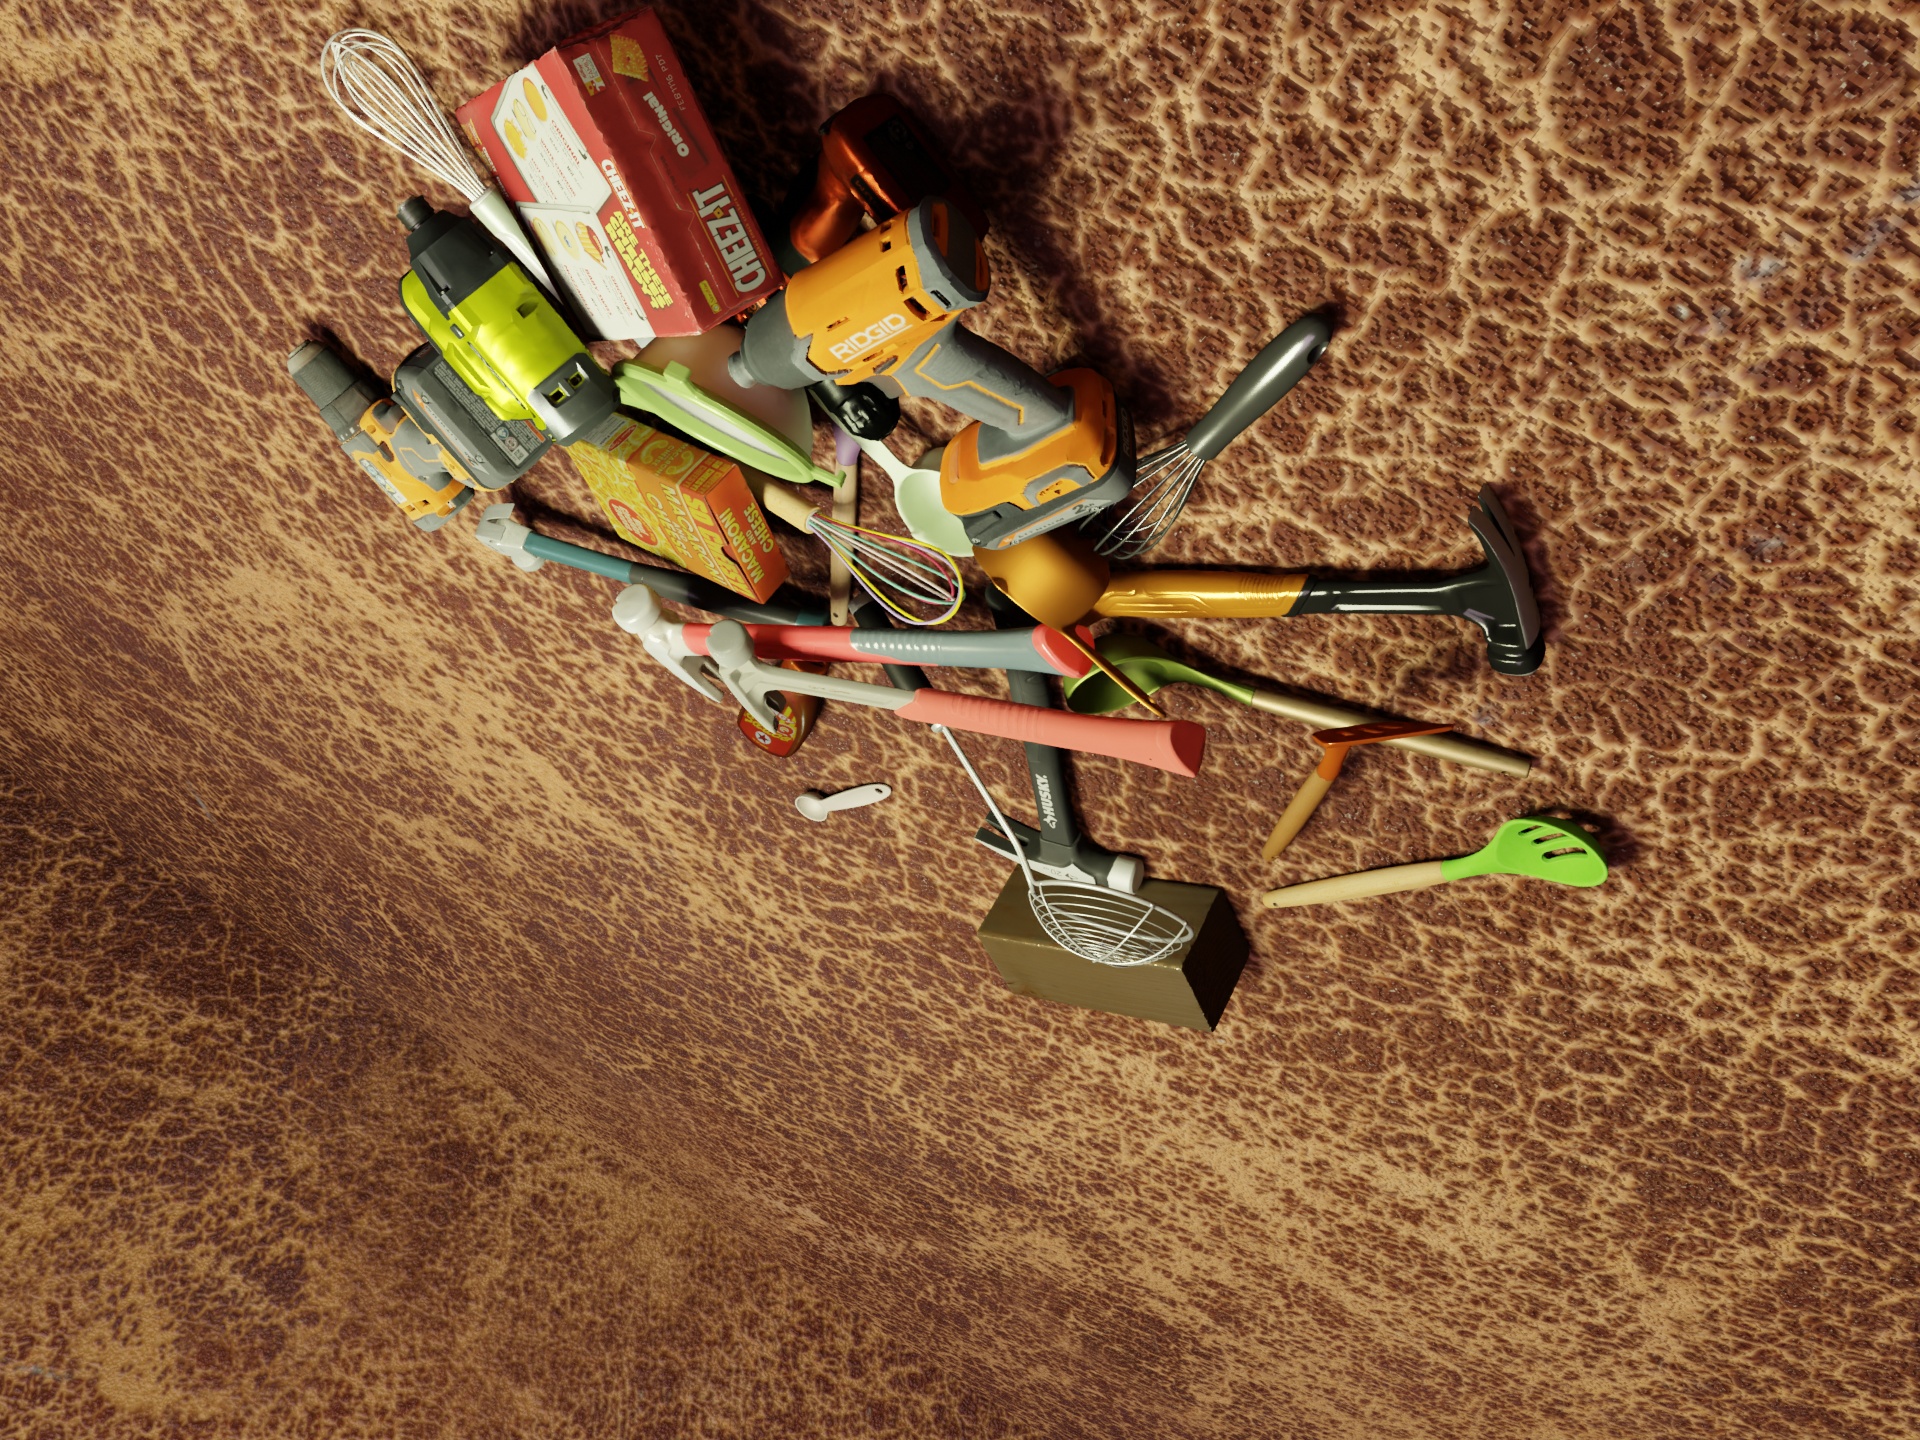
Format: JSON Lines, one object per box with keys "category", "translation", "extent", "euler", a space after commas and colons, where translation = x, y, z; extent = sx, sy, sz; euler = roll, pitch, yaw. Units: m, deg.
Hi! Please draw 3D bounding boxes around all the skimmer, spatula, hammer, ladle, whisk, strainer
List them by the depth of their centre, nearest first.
{"category": "whisk", "translation": [0.142, -0.166, 0.950], "extent": [0.055, 0.055, 0.239], "euler": [37, 142, -7]}
{"category": "hammer", "translation": [0.194, -0.085, 1.022], "extent": [0.337, 0.034, 0.127], "euler": [3, 138, 38]}
{"category": "whisk", "translation": [-0.333, -0.364, 1.086], "extent": [0.246, 0.059, 0.058], "euler": [47, 157, -29]}
{"category": "ladle", "translation": [0.224, 0.001, 1.092], "extent": [0.320, 0.062, 0.078], "euler": [16, 163, 19]}
{"category": "spatula", "translation": [0.249, 0.052, 1.098], "extent": [0.081, 0.041, 0.322], "euler": [-8, 158, -5]}
{"category": "strainer", "translation": [-0.182, -0.238, 1.107], "extent": [0.151, 0.069, 0.257], "euler": [29, 178, -40]}
{"category": "whisk", "translation": [-0.088, -0.139, 1.146], "extent": [0.245, 0.051, 0.047], "euler": [33, 136, 29]}
{"category": "hammer", "translation": [-0.002, -0.004, 1.153], "extent": [0.359, 0.037, 0.149], "euler": [10, 159, 17]}
{"category": "spatula", "translation": [-0.081, -0.171, 1.154], "extent": [0.060, 0.018, 0.315], "euler": [27, 146, 12]}
{"category": "hammer", "translation": [-0.074, -0.049, 1.194], "extent": [0.386, 0.038, 0.143], "euler": [4, 155, 30]}
{"category": "skimmer", "translation": [0.042, 0.040, 1.231], "extent": [0.363, 0.090, 0.127], "euler": [57, 164, 9]}
{"category": "hammer", "translation": [0.060, 0.017, 1.267], "extent": [0.146, 0.035, 0.334], "euler": [14, 143, 25]}
{"category": "hammer", "translation": [-0.258, -0.119, 1.331], "extent": [0.331, 0.033, 0.128], "euler": [17, 172, 15]}

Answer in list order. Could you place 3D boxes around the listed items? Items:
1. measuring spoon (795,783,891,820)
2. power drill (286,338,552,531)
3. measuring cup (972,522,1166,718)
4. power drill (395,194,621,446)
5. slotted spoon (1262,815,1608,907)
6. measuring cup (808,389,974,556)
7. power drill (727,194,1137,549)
{"category": "measuring spoon", "translation": [-0.108, 0.071, 1.501], "extent": [0.124, 0.018, 0.034], "euler": [-15, 125, 41]}
{"category": "power drill", "translation": [-0.449, -0.253, 1.302], "extent": [0.226, 0.084, 0.185], "euler": [-7, 129, 51]}
{"category": "measuring cup", "translation": [0.086, -0.077, 1.038], "extent": [0.174, 0.095, 0.052], "euler": [44, 107, 15]}
{"category": "power drill", "translation": [-0.315, -0.270, 1.072], "extent": [0.171, 0.080, 0.223], "euler": [51, 172, -22]}
{"category": "slotted spoon", "translation": [0.336, 0.112, 1.169], "extent": [0.070, 0.031, 0.314], "euler": [44, 147, -17]}
{"category": "measuring cup", "translation": [-0.036, -0.183, 1.084], "extent": [0.167, 0.038, 0.083], "euler": [43, 146, -12]}
{"category": "power drill", "translation": [-0.016, -0.191, 0.926], "extent": [0.164, 0.084, 0.226], "euler": [-20, 145, 31]}
